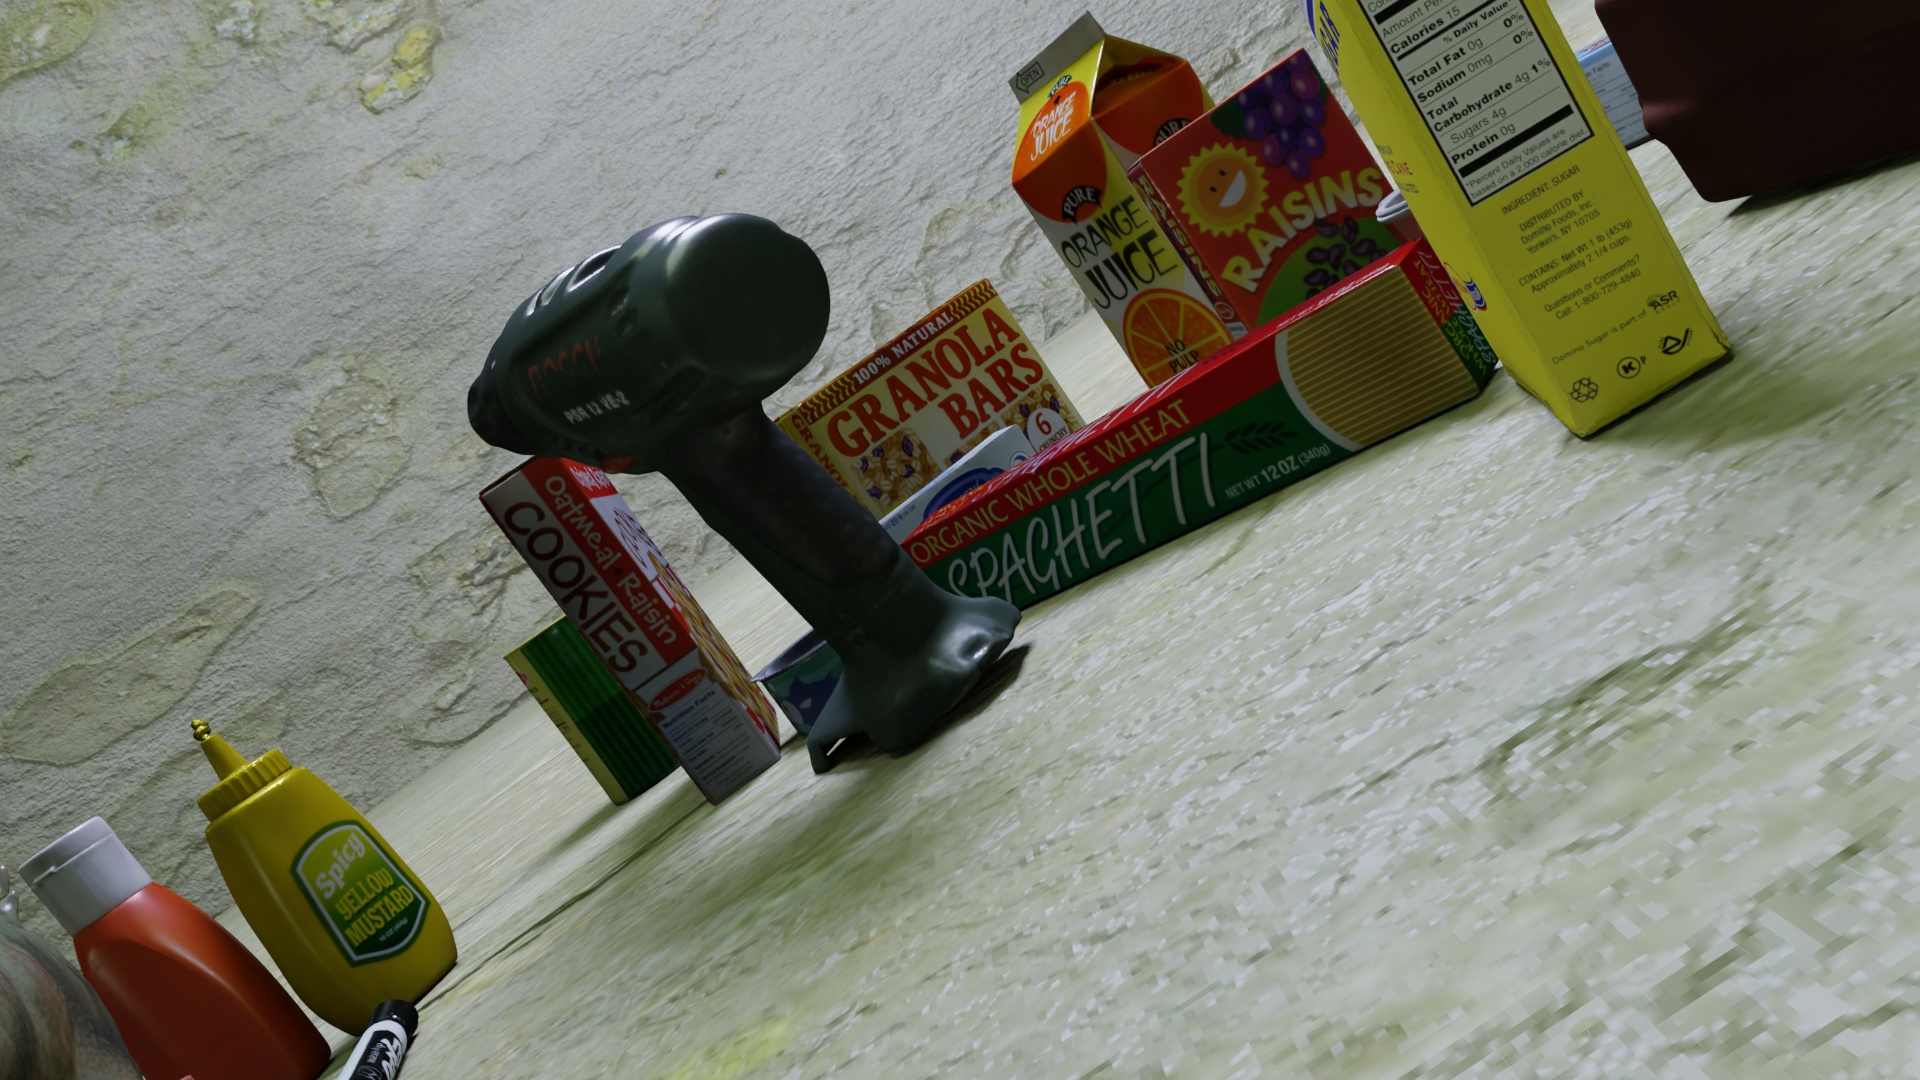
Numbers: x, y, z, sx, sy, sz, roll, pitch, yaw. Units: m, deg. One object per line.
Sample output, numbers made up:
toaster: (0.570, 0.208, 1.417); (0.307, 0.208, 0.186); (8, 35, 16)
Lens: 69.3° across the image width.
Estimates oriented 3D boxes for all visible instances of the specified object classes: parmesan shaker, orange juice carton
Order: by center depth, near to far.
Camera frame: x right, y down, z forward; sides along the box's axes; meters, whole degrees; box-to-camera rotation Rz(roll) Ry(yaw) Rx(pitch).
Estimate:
orange juice carton: (0.095, -0.154, 0.661); (0.073, 0.192, 0.071); (-39, 8, -29)
parmesan shaker: (-0.196, 0.086, 0.776); (0.071, 0.103, 0.071); (-34, 7, 5)

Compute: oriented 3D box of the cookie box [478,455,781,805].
cookie box: (-0.149, 0.034, 0.648); (0.040, 0.167, 0.123); (-36, 7, -5)

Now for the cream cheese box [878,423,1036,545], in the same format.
cream cheese box: (0.002, -0.009, 0.692); (0.104, 0.053, 0.024); (-39, 8, -27)

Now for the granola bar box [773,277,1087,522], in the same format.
granola bar box: (-0.010, -0.059, 0.790); (0.166, 0.124, 0.039); (-40, 9, -37)

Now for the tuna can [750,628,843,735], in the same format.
tuna can: (-0.057, 0.056, 0.622); (0.071, 0.033, 0.071); (-34, 7, 5)

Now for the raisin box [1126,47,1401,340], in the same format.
raisin box: (0.141, -0.134, 0.597); (0.086, 0.123, 0.040); (-35, 7, 3)

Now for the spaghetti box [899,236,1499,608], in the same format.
spaghetti box: (0.072, -0.027, 0.513); (0.249, 0.050, 0.029); (-28, 10, 42)

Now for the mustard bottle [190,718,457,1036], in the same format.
mustard bottle: (-0.297, 0.145, 0.627); (0.048, 0.160, 0.065); (-31, 8, 31)

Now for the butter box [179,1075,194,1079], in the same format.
butter box: (-0.282, 0.225, 0.469); (0.103, 0.053, 0.024); (-32, 8, 21)

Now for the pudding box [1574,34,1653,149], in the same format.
pudding box: (0.297, -0.205, 0.645); (0.030, 0.049, 0.083); (-38, 8, -19)

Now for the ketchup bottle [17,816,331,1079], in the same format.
ketchup bottle: (-0.347, 0.190, 0.607); (0.064, 0.148, 0.043); (-34, 7, 6)

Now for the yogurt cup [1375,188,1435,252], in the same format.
yogurt cup: (0.200, -0.121, 0.524); (0.072, 0.054, 0.072); (-34, 7, 5)
